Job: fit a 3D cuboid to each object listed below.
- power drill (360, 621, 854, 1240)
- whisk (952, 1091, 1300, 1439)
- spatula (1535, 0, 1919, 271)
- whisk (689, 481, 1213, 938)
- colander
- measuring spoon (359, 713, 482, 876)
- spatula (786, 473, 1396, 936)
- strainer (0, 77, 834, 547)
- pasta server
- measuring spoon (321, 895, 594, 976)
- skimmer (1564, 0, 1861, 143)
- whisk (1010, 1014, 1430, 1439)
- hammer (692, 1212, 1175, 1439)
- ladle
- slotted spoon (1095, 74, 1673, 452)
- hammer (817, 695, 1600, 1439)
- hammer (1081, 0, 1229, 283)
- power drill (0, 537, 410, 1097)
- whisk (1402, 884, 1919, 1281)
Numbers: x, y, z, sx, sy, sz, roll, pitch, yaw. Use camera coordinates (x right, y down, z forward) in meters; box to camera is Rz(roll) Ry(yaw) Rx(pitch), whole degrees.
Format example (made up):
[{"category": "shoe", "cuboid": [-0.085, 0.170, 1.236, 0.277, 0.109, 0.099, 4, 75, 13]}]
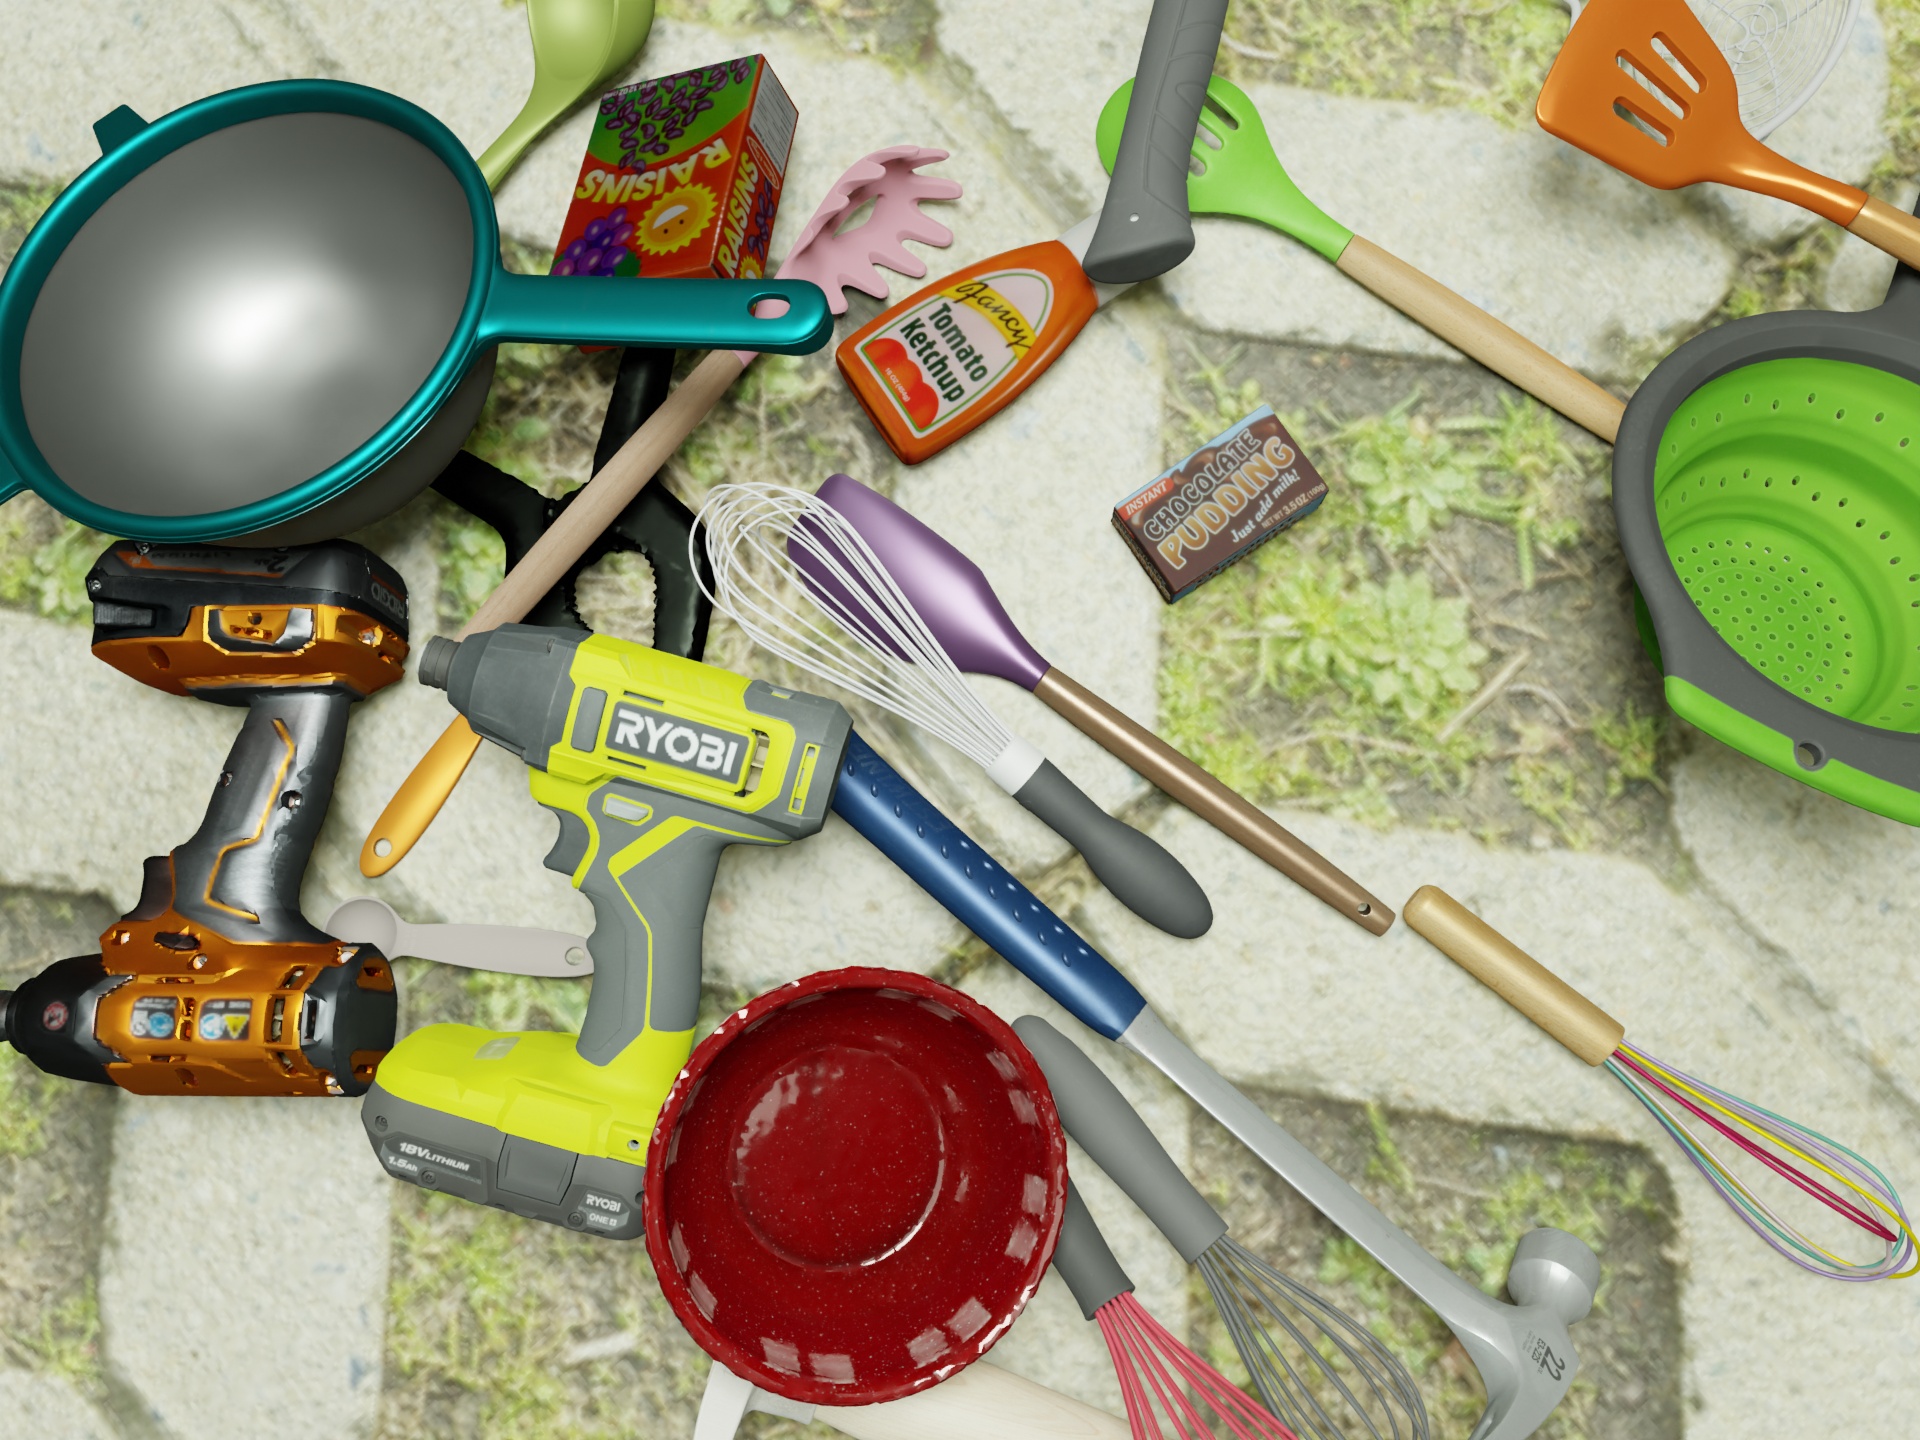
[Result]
[{"category": "power drill", "cuboid": [-0.154, 0.078, 0.641, 0.171, 0.080, 0.223, 16, 97, -1]}, {"category": "whisk", "cuboid": [0.070, 0.244, 0.618, 0.073, 0.073, 0.296, -34, 62, -2]}, {"category": "spatula", "cuboid": [0.385, -0.195, 0.637, 0.322, 0.041, 0.081, 31, 91, 7]}, {"category": "whisk", "cuboid": [-0.001, -0.002, 0.683, 0.284, 0.070, 0.070, 41, 86, -2]}, {"category": "colander", "cuboid": [0.384, -0.123, 0.680, 0.204, 0.094, 0.397, 27, 67, 7]}, {"category": "measuring spoon", "cuboid": [-0.233, 0.020, 0.711, 0.021, 0.011, 0.117, 33, 85, 5]}, {"category": "spatula", "cuboid": [0.056, -0.001, 0.701, 0.316, 0.018, 0.060, 35, 96, 6]}, {"category": "strainer", "cuboid": [-0.210, -0.145, 0.642, 0.340, 0.095, 0.211, 4, 69, 9]}, {"category": "pasta server", "cuboid": [-0.111, -0.135, 0.685, 0.040, 0.060, 0.316, 30, 74, 30]}, {"category": "measuring spoon", "cuboid": [-0.217, 0.100, 0.702, 0.124, 0.018, 0.034, 7, 74, -4]}, {"category": "skimmer", "cuboid": [0.202, -0.353, 0.703, 0.363, 0.090, 0.127, 22, 115, 6]}, {"category": "whisk", "cuboid": [0.099, 0.212, 0.645, 0.055, 0.055, 0.239, -42, 70, -3]}, {"category": "hammer", "cuboid": [0.096, 0.319, 0.630, 0.410, 0.038, 0.146, 18, 57, 1]}, {"category": "ladle", "cuboid": [-0.245, -0.228, 0.721, 0.078, 0.062, 0.320, 35, 88, 35]}, {"category": "slotted spoon", "cuboid": [0.197, -0.201, 0.717, 0.314, 0.031, 0.070, 35, 85, 4]}, {"category": "hammer", "cuboid": [0.076, 0.132, 0.647, 0.405, 0.144, 0.035, 40, 126, 12]}, {"category": "hammer", "cuboid": [0.104, -0.350, 0.690, 0.146, 0.035, 0.335, 12, 84, 16]}, {"category": "power drill", "cuboid": [-0.318, 0.042, 0.667, 0.164, 0.084, 0.227, -1, 77, 2]}, {"category": "whisk", "cuboid": [0.292, 0.148, 0.664, 0.245, 0.047, 0.051, 38, 87, 9]}]
